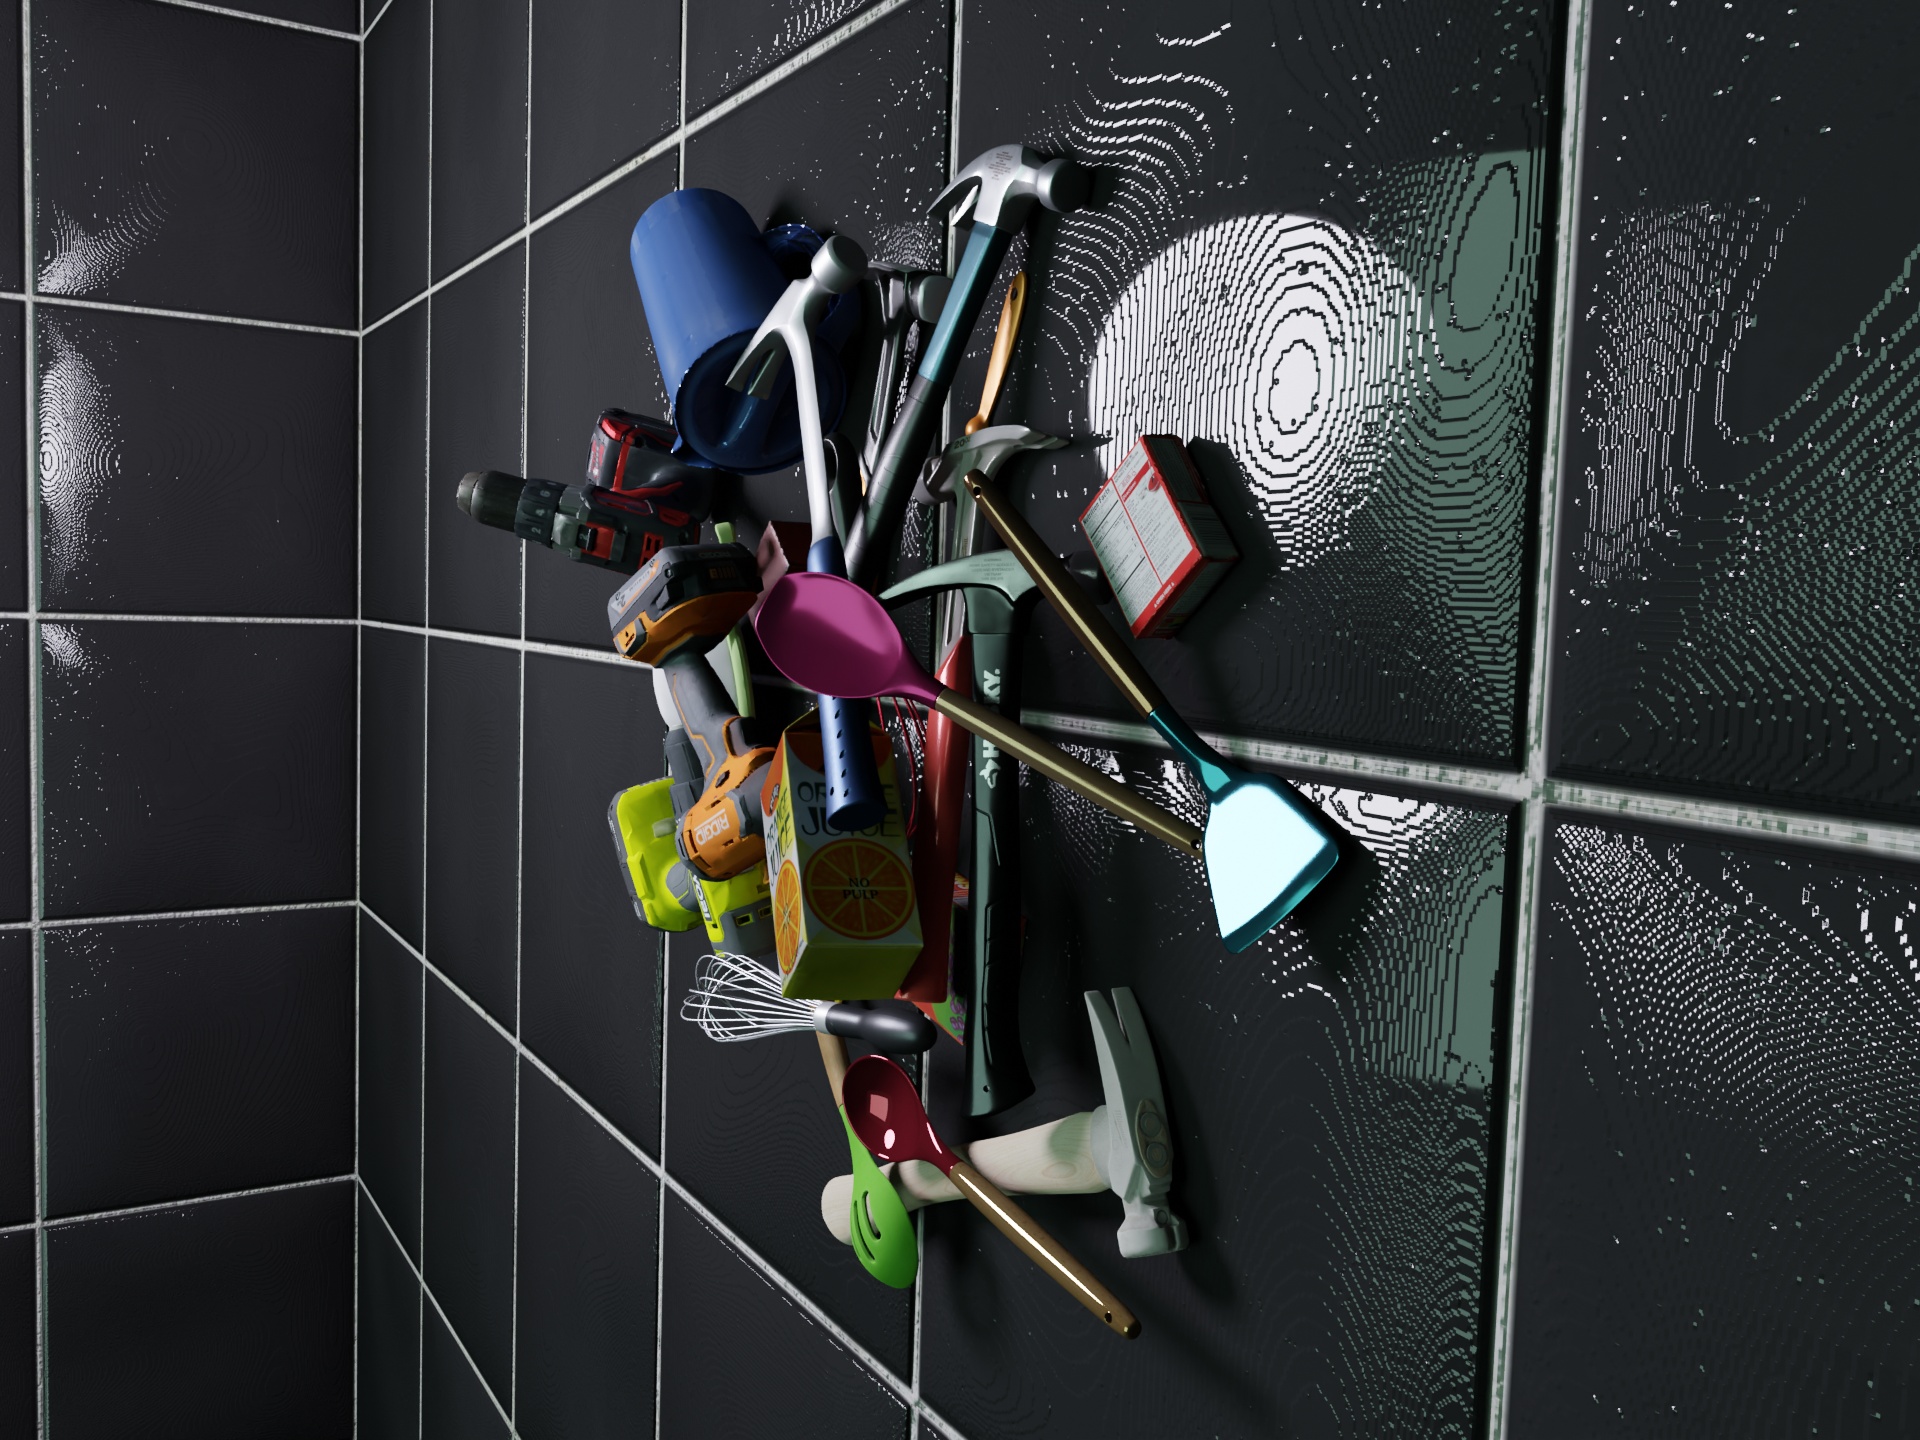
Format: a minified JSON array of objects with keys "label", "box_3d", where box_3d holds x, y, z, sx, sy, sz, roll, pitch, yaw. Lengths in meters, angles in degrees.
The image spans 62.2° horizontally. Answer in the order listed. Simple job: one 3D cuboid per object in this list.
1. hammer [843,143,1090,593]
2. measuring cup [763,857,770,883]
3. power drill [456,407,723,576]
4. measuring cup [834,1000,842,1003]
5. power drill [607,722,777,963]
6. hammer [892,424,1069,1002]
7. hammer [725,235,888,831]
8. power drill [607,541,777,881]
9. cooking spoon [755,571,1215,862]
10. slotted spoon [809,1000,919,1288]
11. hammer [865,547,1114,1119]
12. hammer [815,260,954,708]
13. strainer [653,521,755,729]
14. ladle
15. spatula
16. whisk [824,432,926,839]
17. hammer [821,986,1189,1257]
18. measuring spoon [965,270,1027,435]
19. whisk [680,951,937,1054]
[{"label":"hammer","box_3d":[-0.022,-0.205,1.019,0.128,0.033,0.331,43,114,52]},{"label":"measuring cup","box_3d":[-0.084,0.100,1.127,0.095,0.052,0.174,-58,24,1]},{"label":"power drill","box_3d":[-0.296,-0.189,1.320,0.227,0.188,0.080,-85,10,-65]},{"label":"measuring cup","box_3d":[-0.094,0.183,1.202,0.062,0.029,0.156,60,137,39]},{"label":"power drill","box_3d":[-0.222,0.098,1.318,0.228,0.080,0.190,-10,97,64]},{"label":"hammer","box_3d":[-0.002,-0.003,1.001,0.149,0.036,0.359,-3,80,59]},{"label":"hammer","box_3d":[-0.091,-0.118,1.030,0.144,0.035,0.406,-37,52,43]},{"label":"power drill","box_3d":[-0.169,-0.011,1.152,0.164,0.084,0.226,-31,74,48]},{"label":"cooking spoon","box_3d":[0.010,0.000,0.902,0.319,0.017,0.069,30,92,23]},{"label":"slotted spoon","box_3d":[-0.087,0.256,1.145,0.070,0.031,0.314,-59,38,39]},{"label":"hammer","box_3d":[0.015,0.067,0.936,0.146,0.035,0.335,1,90,21]},{"label":"hammer","box_3d":[-0.071,-0.160,1.155,0.127,0.034,0.336,34,119,53]},{"label":"strainer","box_3d":[-0.214,-0.062,1.294,0.256,0.069,0.152,100,154,-51]},{"label":"ladle","box_3d":[0.012,0.286,0.967,0.316,0.031,0.069,24,109,56]},{"label":"spatula","box_3d":[0.086,-0.025,0.851,0.082,0.044,0.318,-49,63,28]},{"label":"whisk","box_3d":[-0.067,-0.056,1.101,0.073,0.073,0.296,-17,80,58]},{"label":"hammer","box_3d":[0.005,0.285,1.040,0.410,0.038,0.146,-35,60,54]},{"label":"measuring spoon","box_3d":[0.022,-0.232,1.023,0.021,0.011,0.116,49,131,47]},{"label":"whisk","box_3d":[-0.110,0.209,1.128,0.285,0.070,0.070,-2,89,49]}]
